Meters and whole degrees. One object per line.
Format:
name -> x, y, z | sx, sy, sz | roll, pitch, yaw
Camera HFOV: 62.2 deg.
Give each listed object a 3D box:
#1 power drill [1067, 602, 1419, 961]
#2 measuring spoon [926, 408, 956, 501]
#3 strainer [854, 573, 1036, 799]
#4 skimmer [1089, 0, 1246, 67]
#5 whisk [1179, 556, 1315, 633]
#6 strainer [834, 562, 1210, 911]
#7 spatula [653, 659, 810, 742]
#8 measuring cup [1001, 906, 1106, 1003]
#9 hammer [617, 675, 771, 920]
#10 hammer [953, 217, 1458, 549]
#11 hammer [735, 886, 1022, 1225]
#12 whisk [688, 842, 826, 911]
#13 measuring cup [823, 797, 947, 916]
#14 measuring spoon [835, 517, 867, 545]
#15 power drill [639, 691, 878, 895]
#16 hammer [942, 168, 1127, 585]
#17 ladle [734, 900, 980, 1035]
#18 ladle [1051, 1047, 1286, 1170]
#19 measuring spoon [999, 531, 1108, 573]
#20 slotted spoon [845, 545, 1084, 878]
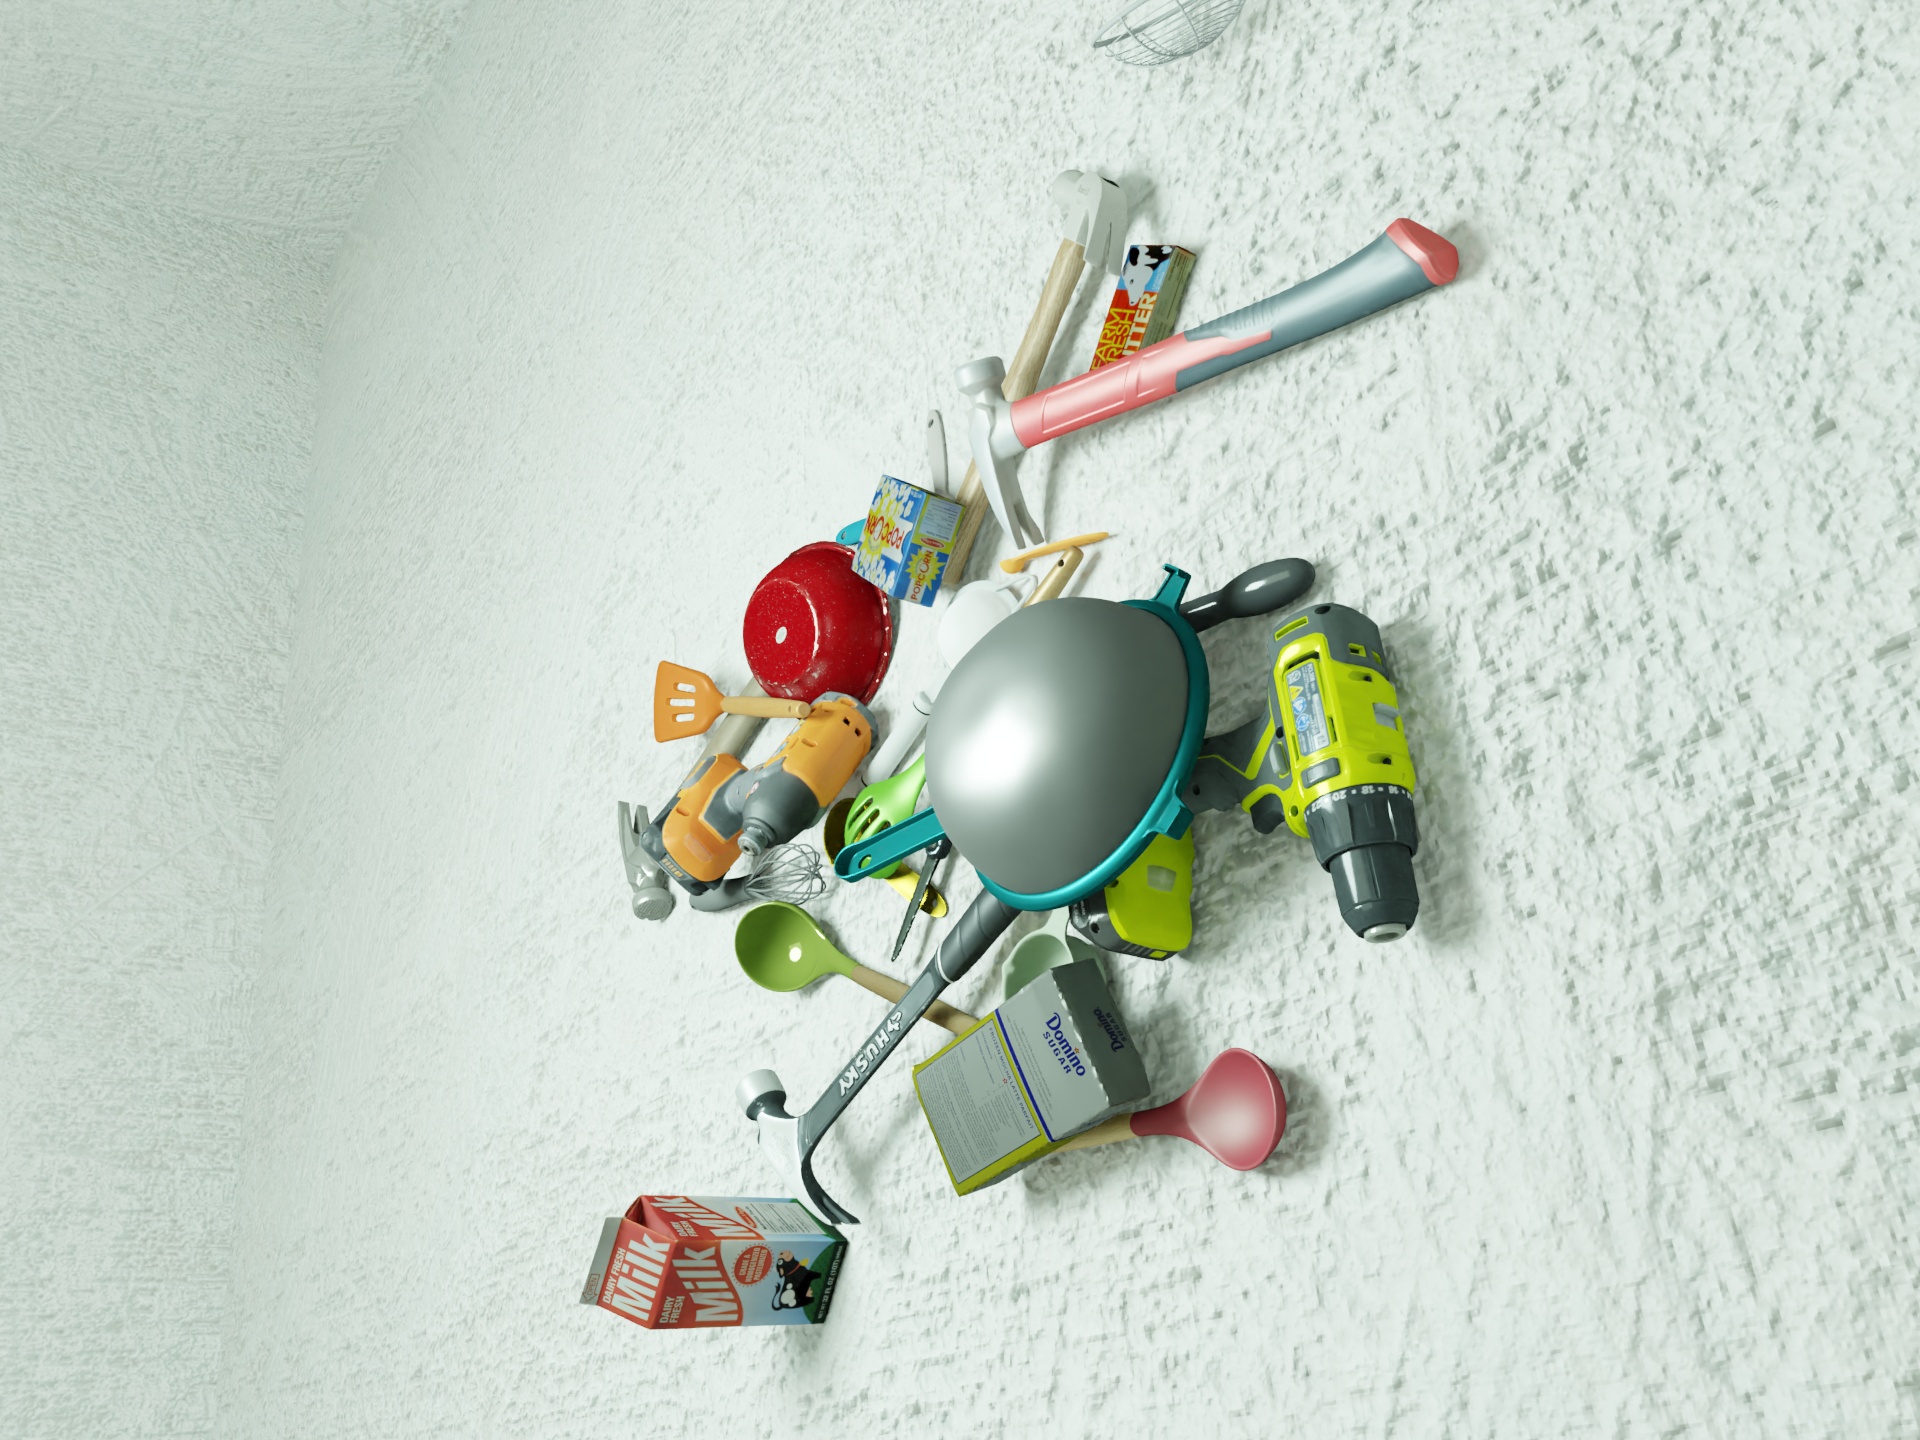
power drill -> 0.165, 0.060, 0.934 | 0.228, 0.080, 0.191 | -31, 54, 41
measuring spoon -> -0.024, -0.212, 1.333 | 0.034, 0.018, 0.124 | -35, 51, 43
strainer -> -0.024, -0.018, 1.253 | 0.087, 0.050, 0.258 | 56, 128, 29
skimmer -> 0.203, -0.626, 1.102 | 0.127, 0.090, 0.363 | -94, 28, -79
whisk -> 0.116, -0.054, 1.059 | 0.284, 0.070, 0.070 | -22, 61, 44
strainer -> 0.002, 0.027, 1.013 | 0.340, 0.095, 0.211 | -29, 43, 40
spatula -> -0.207, -0.013, 1.416 | 0.323, 0.041, 0.081 | 4, 91, 63
measuring cup -> 0.079, 0.137, 1.060 | 0.083, 0.038, 0.167 | 21, 94, 54
hammer -> -0.220, 0.009, 1.514 | 0.410, 0.038, 0.146 | -52, 41, 30
hammer -> 0.154, -0.225, 1.059 | 0.386, 0.038, 0.143 | -13, 97, 45
hammer -> -0.018, 0.190, 1.135 | 0.409, 0.036, 0.149 | -52, 50, 19
whisk -> -0.187, 0.147, 1.413 | 0.239, 0.055, 0.055 | -21, 62, 53
measuring cup -> -0.053, 0.114, 1.265 | 0.157, 0.029, 0.062 | 35, 104, 41
measuring spoon -> -0.079, -0.175, 1.392 | 0.128, 0.021, 0.042 | -12, 69, 50
power drill -> -0.179, 0.074, 1.344 | 0.226, 0.084, 0.164 | -28, 21, 47
hammer -> 0.046, -0.258, 1.229 | 0.331, 0.031, 0.130 | -67, 23, 17
ladle -> -0.074, 0.205, 1.231 | 0.320, 0.062, 0.078 | 13, 106, 52
ladle -> 0.094, 0.260, 1.005 | 0.315, 0.031, 0.069 | -27, 60, 49
measuring spoon -> 0.069, -0.123, 1.175 | 0.117, 0.021, 0.011 | -11, 83, 52
slotted spoon -> -0.002, -0.004, 1.195 | 0.313, 0.031, 0.070 | -54, 53, 20
